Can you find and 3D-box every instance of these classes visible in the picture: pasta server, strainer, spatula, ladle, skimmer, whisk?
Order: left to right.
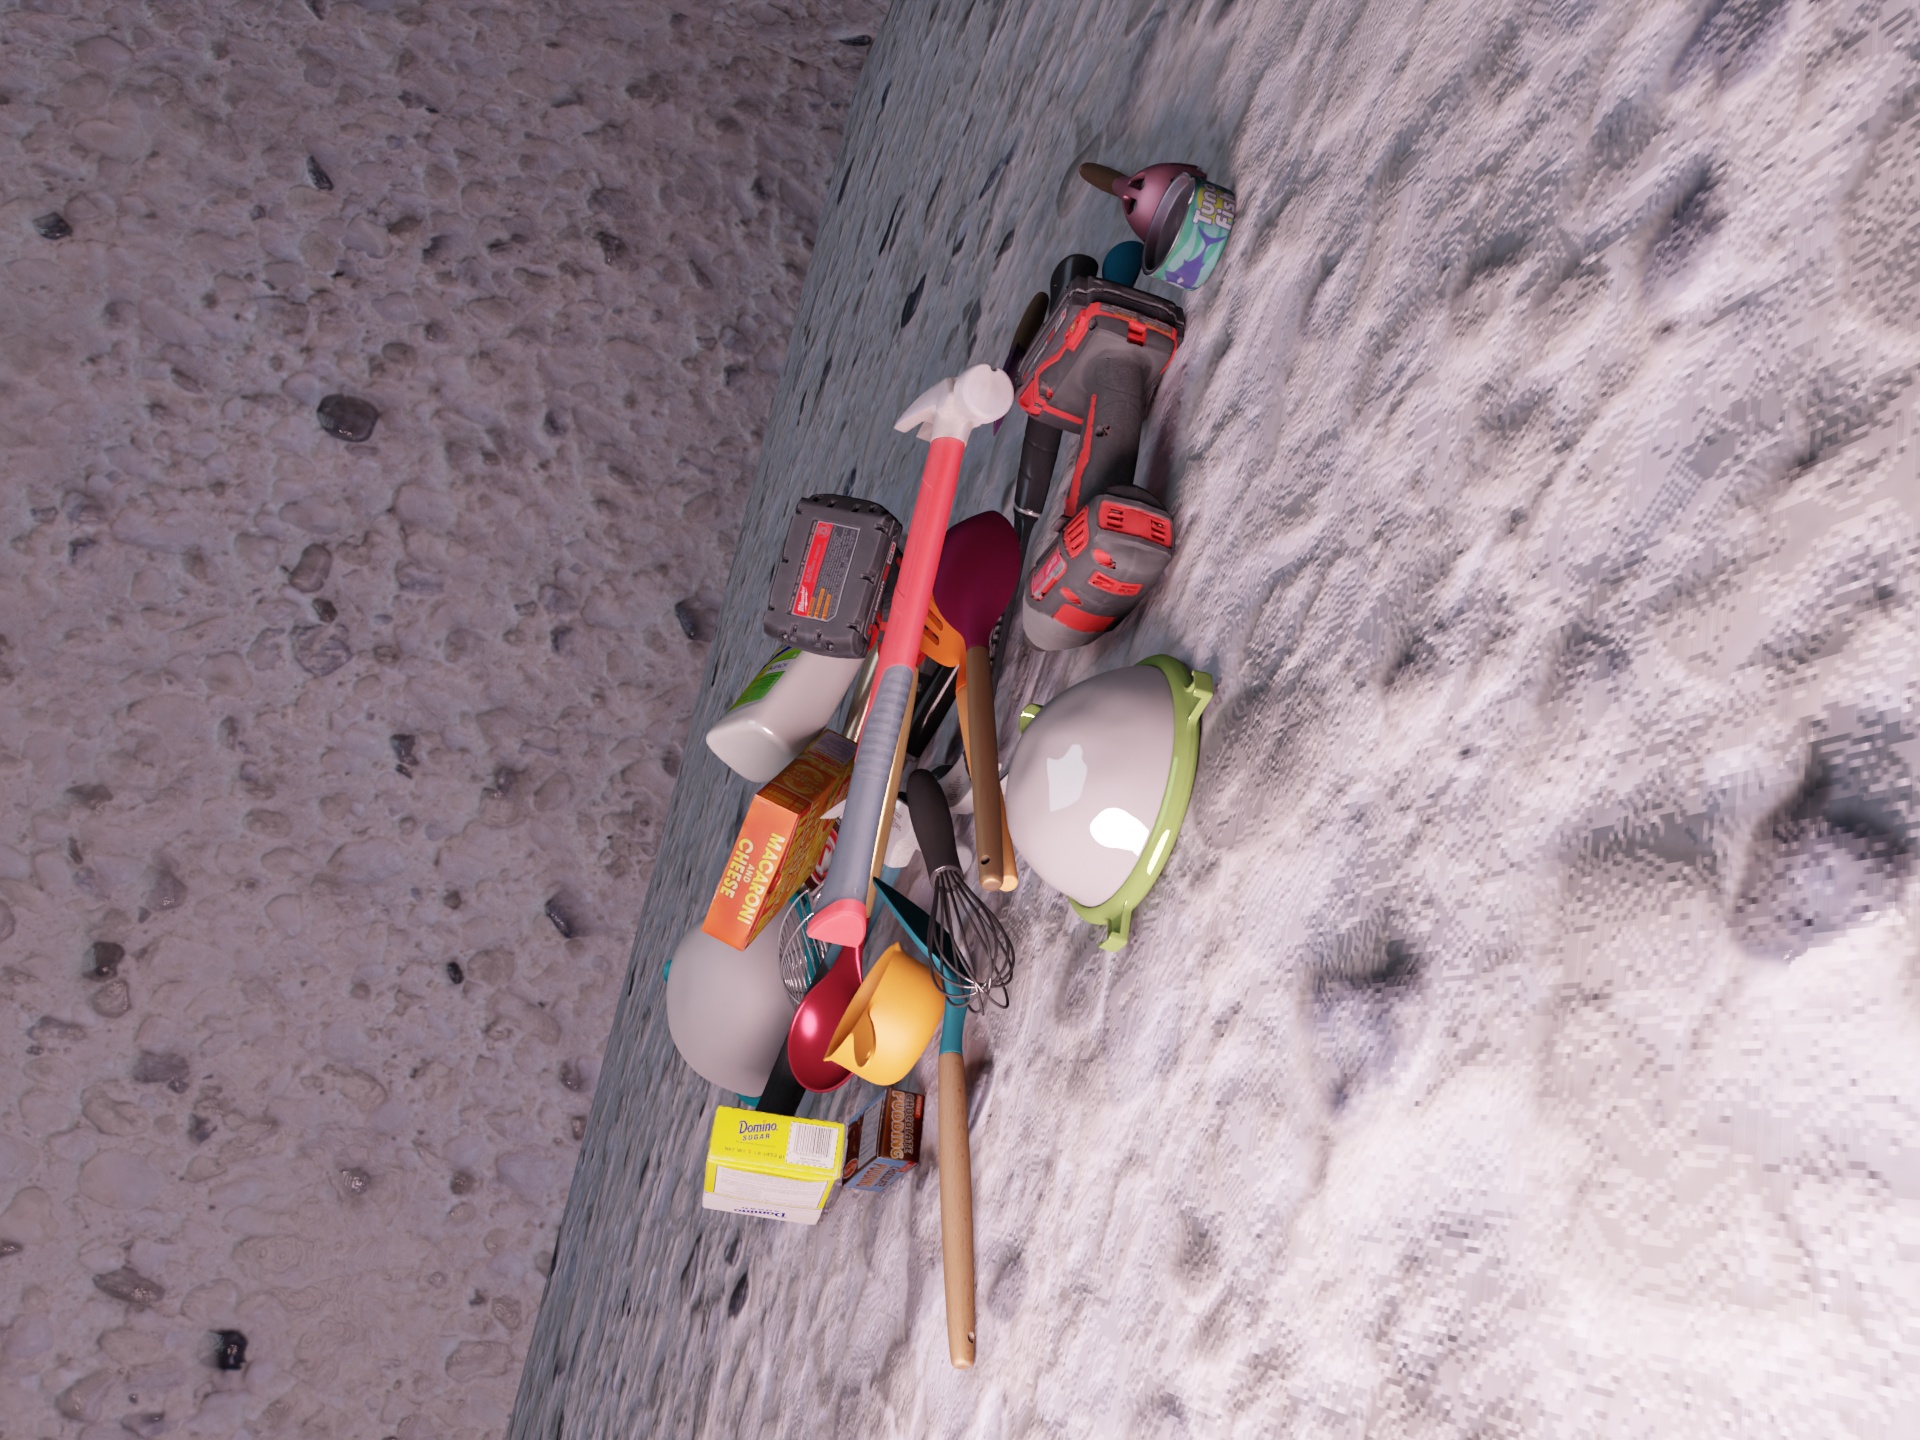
[{"bbox_3d":[-0.252,0.255,1.545,0.340,0.095,0.211,-5,76,58],"label":"strainer"},{"bbox_3d":[-0.068,0.113,1.129,0.069,0.031,0.315,18,100,32],"label":"ladle"},{"bbox_3d":[-0.046,0.088,1.269,0.363,0.090,0.127,-60,22,12],"label":"skimmer"},{"bbox_3d":[-0.013,0.232,0.963,0.044,0.082,0.318,-26,44,25],"label":"spatula"},{"bbox_3d":[-0.006,0.103,1.032,0.239,0.055,0.055,-108,37,-55],"label":"whisk"},{"bbox_3d":[-0.002,-0.003,1.047,0.323,0.041,0.081,-102,22,-52],"label":"spatula"},{"bbox_3d":[0.047,-0.283,1.212,0.316,0.018,0.059,-74,-3,-60],"label":"spatula"},{"bbox_3d":[0.053,0.018,0.905,0.256,0.069,0.151,-138,65,-72],"label":"strainer"},{"bbox_3d":[0.123,-0.395,1.178,0.316,0.040,0.060,-101,30,-67],"label":"pasta server"}]

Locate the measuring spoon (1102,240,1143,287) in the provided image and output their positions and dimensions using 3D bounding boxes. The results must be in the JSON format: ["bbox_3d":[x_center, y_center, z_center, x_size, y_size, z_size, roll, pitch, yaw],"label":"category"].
[{"bbox_3d":[0.099,-0.285,1.145,0.042,0.021,0.128,-146,74,-74],"label":"measuring spoon"}]

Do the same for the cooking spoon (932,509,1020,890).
[{"bbox_3d":[0.012,-0.025,1.011,0.069,0.017,0.319,-21,45,19],"label":"cooking spoon"}]

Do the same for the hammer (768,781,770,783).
[{"bbox_3d":[-0.156,0.012,1.537,0.146,0.035,0.334,-56,-3,-31],"label":"hammer"}]

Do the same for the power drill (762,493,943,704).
[{"bbox_3d":[-0.067,-0.067,1.249,0.226,0.080,0.188,27,-102,-68],"label":"power drill"}]

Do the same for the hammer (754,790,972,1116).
[{"bbox_3d":[-0.096,0.197,1.197,0.128,0.033,0.331,41,117,38],"label":"hammer"}]

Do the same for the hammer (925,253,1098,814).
[{"bbox_3d":[0.044,-0.134,1.130,0.149,0.036,0.409,174,108,-72],"label":"hammer"}]

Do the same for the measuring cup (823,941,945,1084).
[{"bbox_3d":[-0.043,0.206,1.033,0.095,0.052,0.174,-58,7,2],"label":"measuring cup"}]

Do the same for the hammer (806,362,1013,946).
[{"bbox_3d":[-0.047,-0.042,1.069,0.143,0.038,0.386,-9,66,67],"label":"hammer"}]

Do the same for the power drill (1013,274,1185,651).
[{"bbox_3d":[0.080,-0.151,0.986,0.143,0.078,0.220,129,150,-57],"label":"power drill"}]

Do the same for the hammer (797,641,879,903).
[{"bbox_3d":[-0.121,0.072,1.542,0.146,0.038,0.410,-135,62,-75],"label":"hammer"}]
